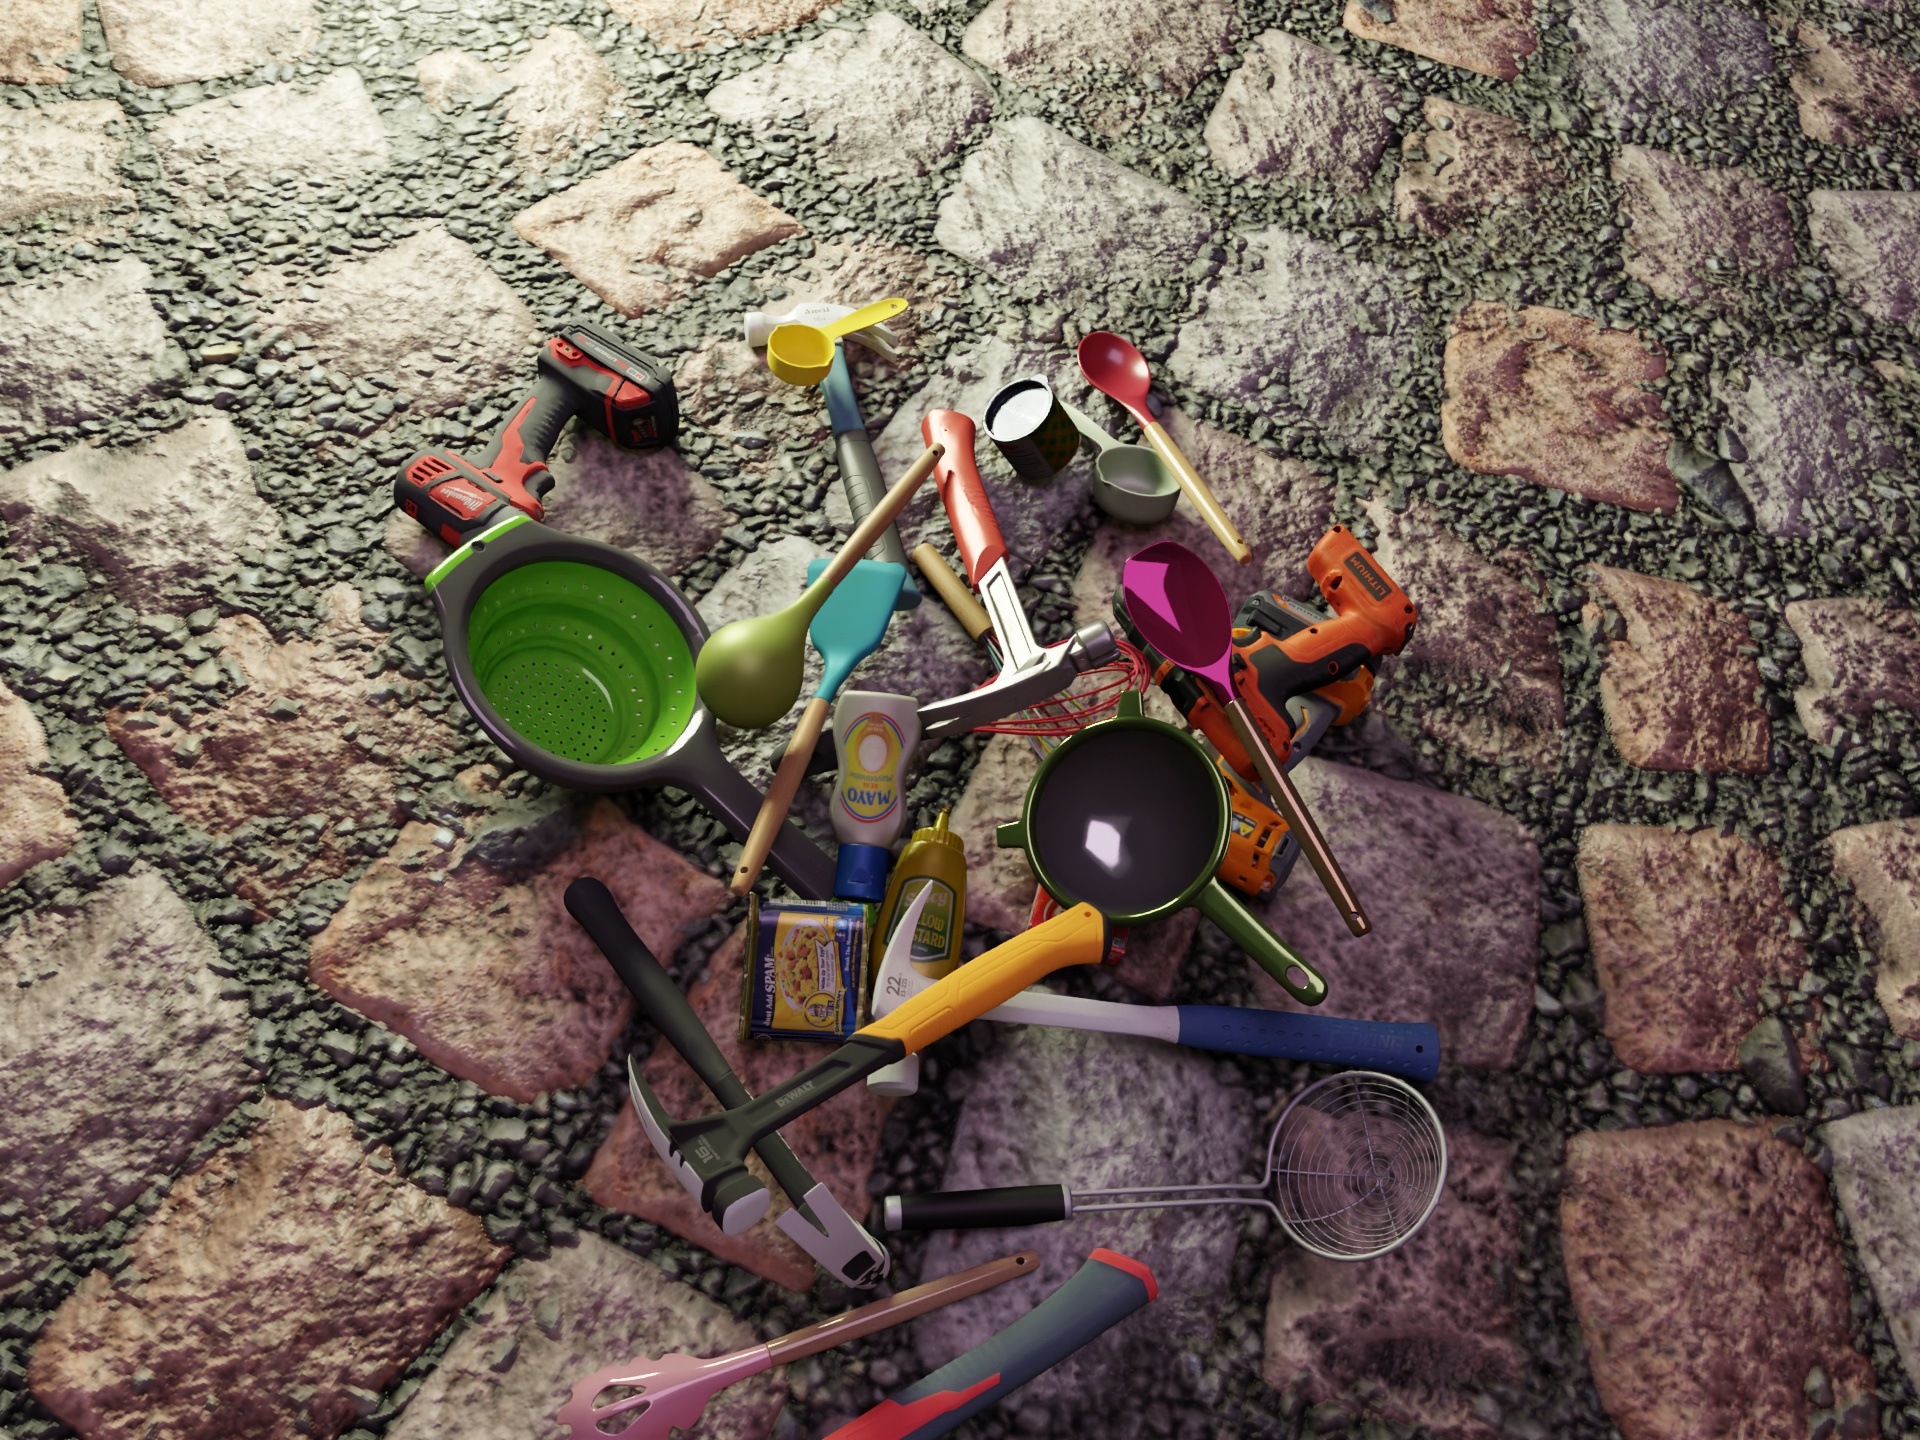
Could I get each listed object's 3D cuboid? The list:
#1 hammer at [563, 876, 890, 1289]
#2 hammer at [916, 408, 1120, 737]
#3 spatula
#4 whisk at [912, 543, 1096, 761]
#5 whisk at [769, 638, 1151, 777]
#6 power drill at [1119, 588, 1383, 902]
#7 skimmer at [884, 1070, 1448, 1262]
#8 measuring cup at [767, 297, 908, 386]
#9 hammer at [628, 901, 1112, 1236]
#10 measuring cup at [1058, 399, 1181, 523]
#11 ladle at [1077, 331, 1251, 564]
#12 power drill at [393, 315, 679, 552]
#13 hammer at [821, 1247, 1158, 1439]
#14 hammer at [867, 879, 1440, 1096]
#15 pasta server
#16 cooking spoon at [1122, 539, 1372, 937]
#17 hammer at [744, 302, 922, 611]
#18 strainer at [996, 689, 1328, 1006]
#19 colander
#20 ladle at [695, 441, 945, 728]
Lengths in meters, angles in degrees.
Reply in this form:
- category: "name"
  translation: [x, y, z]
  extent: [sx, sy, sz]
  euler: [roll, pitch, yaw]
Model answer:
- category: "hammer"
  translation: [-0.165, 0.226, 1.044]
  extent: [0.035, 0.146, 0.335]
  euler: [-38, 63, -11]
- category: "hammer"
  translation: [0.008, -0.134, 1.246]
  extent: [0.149, 0.036, 0.359]
  euler: [-23, 43, 5]
- category: "spatula"
  translation: [-0.115, -0.002, 1.172]
  extent: [0.082, 0.044, 0.318]
  euler: [6, 46, 13]
- category: "whisk"
  translation: [0.037, -0.055, 1.266]
  extent: [0.051, 0.047, 0.245]
  euler: [-28, 64, -19]
- category: "whisk"
  translation: [-0.002, -0.004, 1.191]
  extent: [0.296, 0.073, 0.073]
  euler: [-15, 62, 6]
- category: "power drill"
  translation: [0.215, 0.011, 1.231]
  extent: [0.164, 0.084, 0.226]
  euler: [28, 65, 11]
- category: "skimmer"
  translation: [0.132, 0.300, 1.046]
  extent: [0.363, 0.090, 0.127]
  euler: [-2, 51, -6]
- category: "measuring cup"
  translation: [-0.103, -0.331, 1.380]
  extent: [0.062, 0.029, 0.156]
  euler: [41, 52, 19]
- category: "hammer"
  translation: [-0.040, 0.191, 1.000]
  extent: [0.337, 0.034, 0.127]
  euler: [-24, 47, -32]
- category: "measuring cup"
  translation: [0.125, -0.225, 1.381]
  extent: [0.083, 0.038, 0.168]
  euler: [-19, 48, -29]
- category: "ladle"
  translation: [0.175, -0.234, 1.352]
  extent: [0.069, 0.031, 0.316]
  euler: [-6, 46, -20]
- category: "power drill"
  translation: [-0.335, -0.214, 1.293]
  extent: [0.143, 0.078, 0.220]
  euler: [34, 65, 12]
- category: "hammer"
  translation: [-0.036, 0.451, 0.973]
  extent: [0.386, 0.038, 0.143]
  euler: [-24, 68, -19]
- category: "hammer"
  translation: [0.140, 0.204, 1.105]
  extent: [0.405, 0.035, 0.144]
  euler: [8, 66, -11]
- category: "pasta server"
  translation: [-0.096, 0.394, 1.007]
  extent: [0.316, 0.040, 0.060]
  euler: [-14, 63, -19]
- category: "cooking spoon"
  translation: [0.205, 0.010, 1.126]
  extent: [0.069, 0.017, 0.319]
  euler: [-28, 73, 2]
- category: "hammer"
  translation: [-0.092, -0.230, 1.347]
  extent: [0.128, 0.033, 0.331]
  euler: [-10, 60, -12]
- category: "strainer"
  translation: [0.160, 0.110, 1.120]
  extent: [0.256, 0.069, 0.151]
  euler: [43, 92, 23]
- category: "colander"
  translation: [-0.227, 0.030, 1.166]
  extent: [0.397, 0.094, 0.204]
  euler: [44, 47, -3]
- category: "ladle"
  translation: [-0.095, -0.114, 1.221]
  extent: [0.078, 0.062, 0.320]
  euler: [41, 52, -8]
